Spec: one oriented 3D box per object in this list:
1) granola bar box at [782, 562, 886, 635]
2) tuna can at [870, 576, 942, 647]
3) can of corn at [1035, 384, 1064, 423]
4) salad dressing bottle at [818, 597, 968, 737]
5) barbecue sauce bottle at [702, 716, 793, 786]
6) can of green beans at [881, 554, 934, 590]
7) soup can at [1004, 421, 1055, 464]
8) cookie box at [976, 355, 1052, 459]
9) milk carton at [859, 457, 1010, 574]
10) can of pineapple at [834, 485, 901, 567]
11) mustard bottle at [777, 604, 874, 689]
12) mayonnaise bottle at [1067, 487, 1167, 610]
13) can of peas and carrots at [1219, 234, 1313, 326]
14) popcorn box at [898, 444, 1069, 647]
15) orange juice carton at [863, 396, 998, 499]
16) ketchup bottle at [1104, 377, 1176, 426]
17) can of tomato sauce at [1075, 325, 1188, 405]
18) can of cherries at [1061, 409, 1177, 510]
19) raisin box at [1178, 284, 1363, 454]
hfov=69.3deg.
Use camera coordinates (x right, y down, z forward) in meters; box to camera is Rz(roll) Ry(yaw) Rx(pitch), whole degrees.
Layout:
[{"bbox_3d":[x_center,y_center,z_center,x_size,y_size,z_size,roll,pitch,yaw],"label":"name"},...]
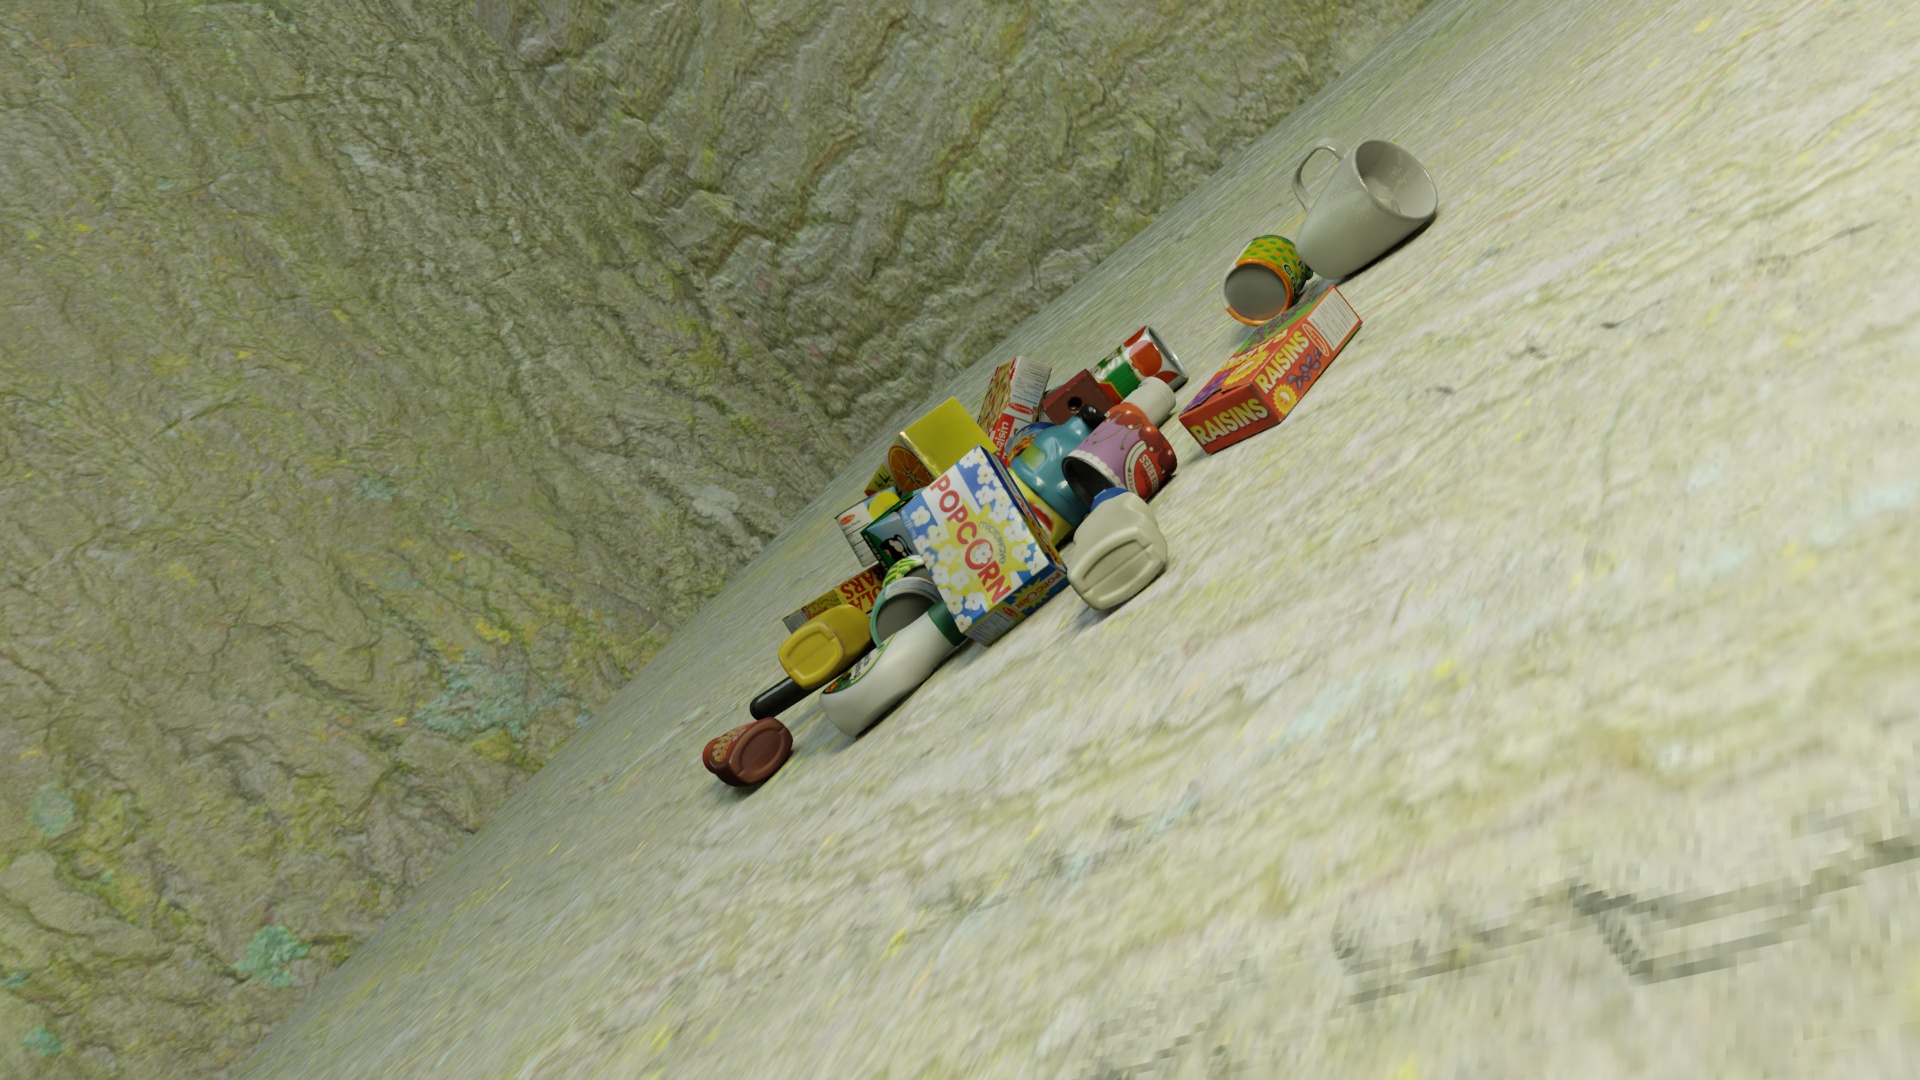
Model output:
[{"bbox_3d":[-0.080,0.043,1.377,0.166,0.039,0.123,-30,0,-36],"label":"granola bar box"},{"bbox_3d":[-0.040,0.067,1.125,0.071,0.071,0.033,-40,9,10],"label":"tuna can"},{"bbox_3d":[0.109,-0.129,1.448,0.071,0.071,0.058,-43,8,-9],"label":"can of corn"},{"bbox_3d":[-0.041,0.091,1.077,0.147,0.044,0.064,-40,5,6],"label":"salad dressing bottle"},{"bbox_3d":[-0.199,0.193,1.255,0.065,0.043,0.148,-46,9,-24],"label":"barbecue sauce bottle"},{"bbox_3d":[-0.030,0.047,1.176,0.071,0.071,0.058,-42,9,-6],"label":"can of green beans"},{"bbox_3d":[0.073,-0.071,1.295,0.071,0.071,0.084,-39,9,15],"label":"soup can"},{"bbox_3d":[0.040,-0.102,1.451,0.123,0.040,0.167,-174,103,-79],"label":"cookie box"},{"bbox_3d":[0.004,-0.015,1.229,0.190,0.072,0.074,-16,19,49],"label":"milk carton"},{"bbox_3d":[-0.080,-0.014,1.356,0.071,0.058,0.071,-29,1,1],"label":"can of pineapple"},{"bbox_3d":[-0.100,0.082,1.145,0.065,0.049,0.160,-37,-3,11],"label":"mustard bottle"},{"bbox_3d":[0.104,-0.002,0.920,0.064,0.041,0.148,-37,8,14],"label":"mayonnaise bottle"},{"bbox_3d":[0.275,-0.233,1.249,0.070,0.071,0.059,-34,12,42],"label":"can of peas and carrots"},{"bbox_3d":[0.016,0.002,1.030,0.085,0.127,0.038,-39,-36,14],"label":"popcorn box"},{"bbox_3d":[-0.037,-0.061,1.395,0.073,0.072,0.192,-37,-6,-26],"label":"orange juice carton"},{"bbox_3d":[0.128,-0.082,1.204,0.149,0.043,0.064,-44,8,-21],"label":"ketchup bottle"},{"bbox_3d":[0.164,-0.156,1.325,0.083,0.071,0.071,-38,9,21],"label":"can of tomato sauce"},{"bbox_3d":[0.120,-0.055,1.034,0.058,0.071,0.071,-43,9,-18],"label":"can of cherries"},{"bbox_3d":[0.224,-0.123,1.004,0.124,0.040,0.086,-47,11,-29],"label":"raisin box"}]
